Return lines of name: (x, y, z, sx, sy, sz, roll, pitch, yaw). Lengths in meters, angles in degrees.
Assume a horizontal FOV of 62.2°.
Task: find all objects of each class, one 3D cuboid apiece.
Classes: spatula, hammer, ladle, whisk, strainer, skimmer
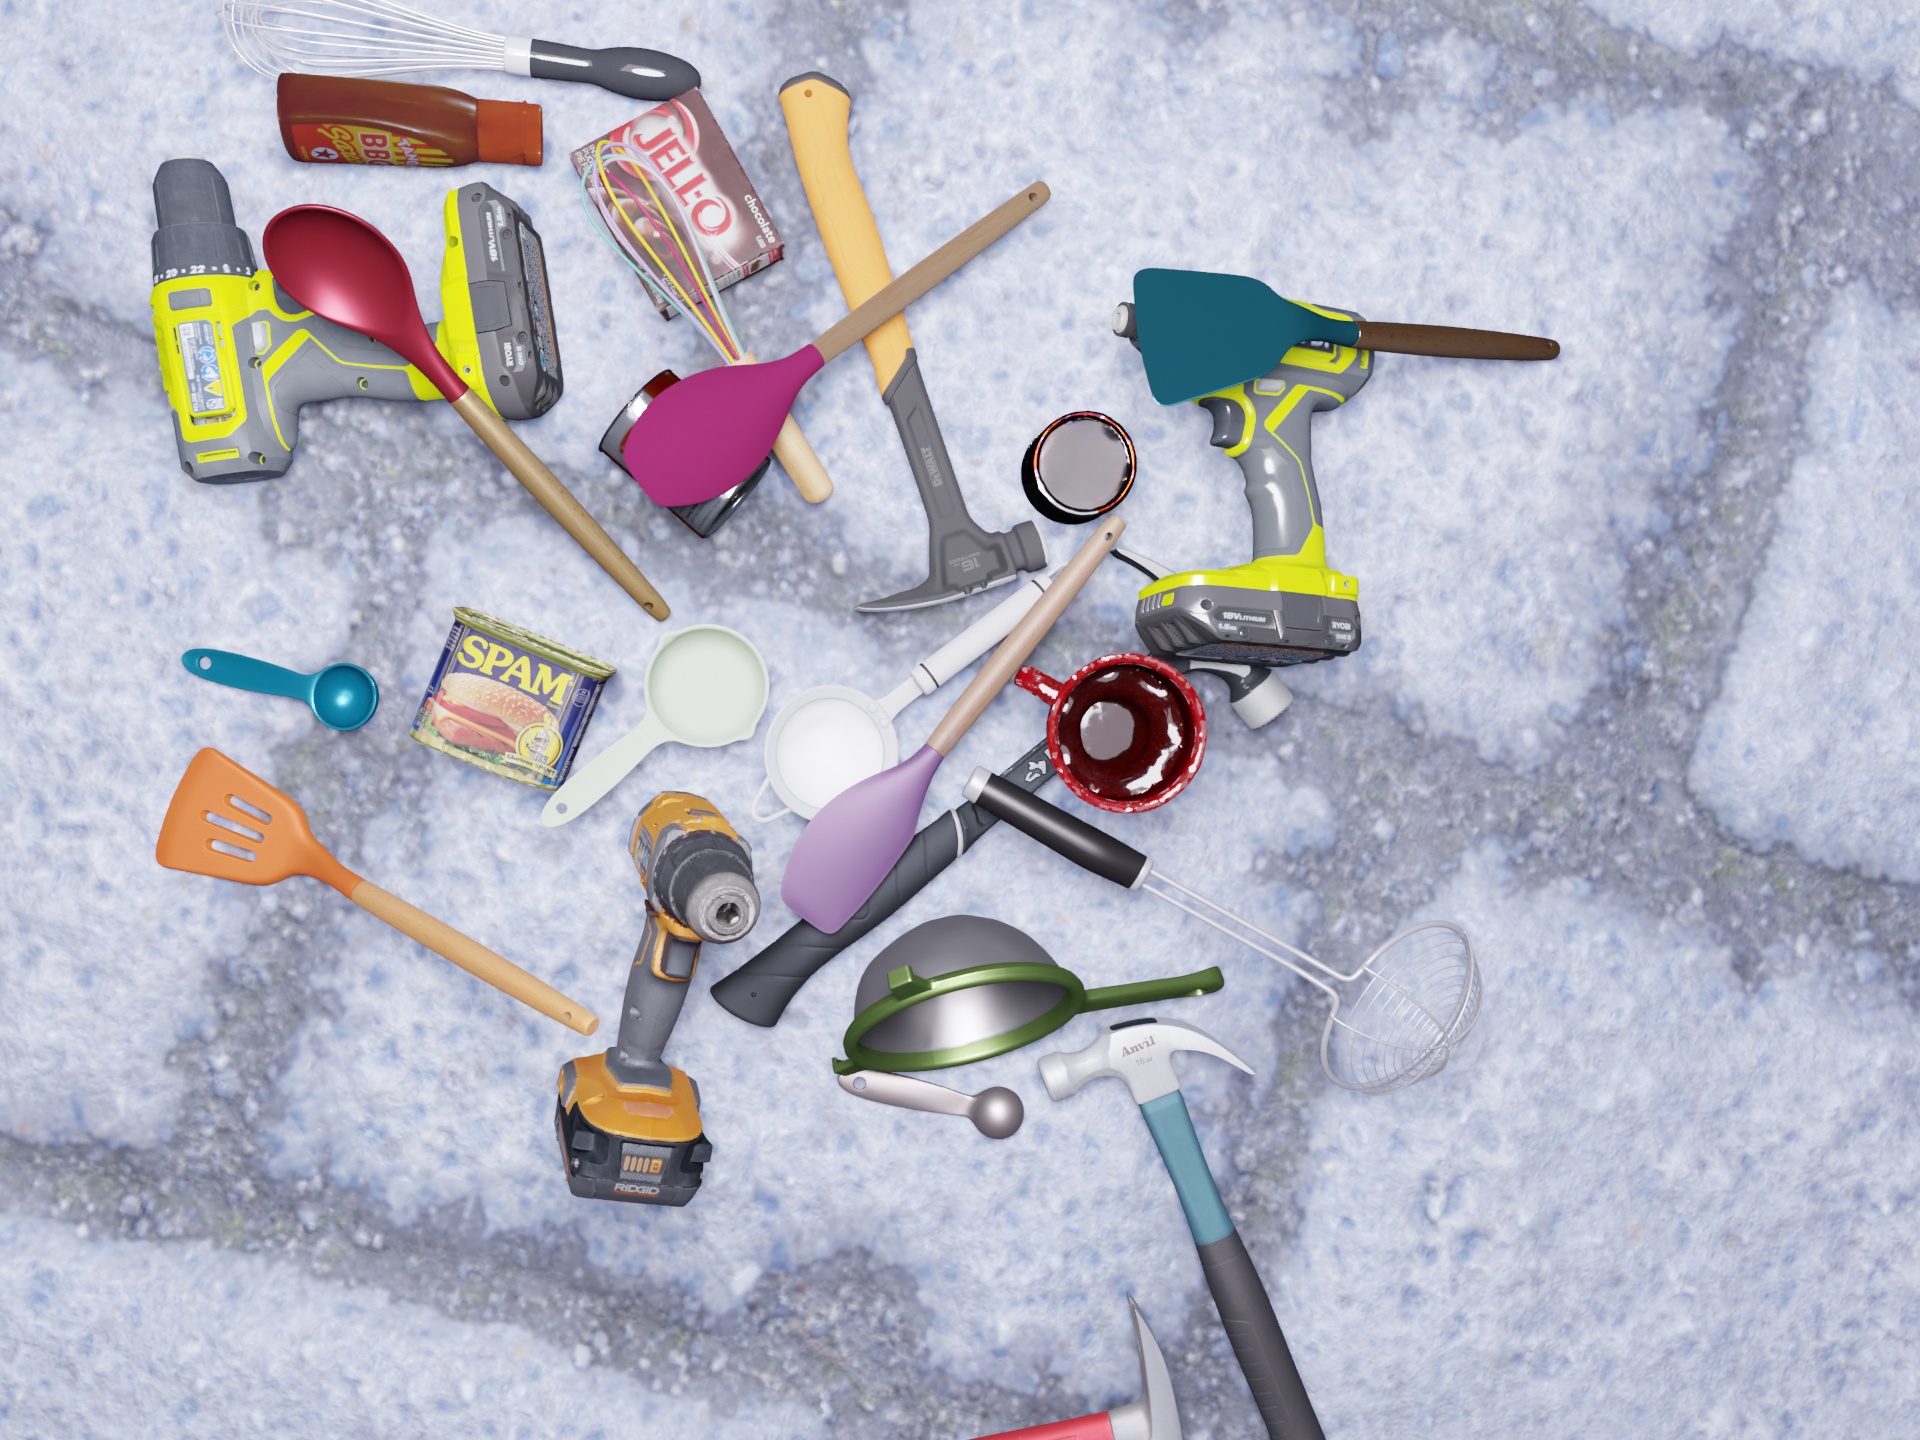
spatula: (-0.002, -0.003, 0.984, 0.059, 0.018, 0.316, 40, 89, -13)
hammer: (-0.054, -0.236, 0.997, 0.127, 0.034, 0.337, -18, 93, -4)
hammer: (0.169, 0.347, 1.034, 0.128, 0.033, 0.331, -22, 94, -2)
ladle: (-0.272, -0.169, 0.924, 0.069, 0.031, 0.315, -25, 124, 22)
spatula: (0.247, -0.230, 0.965, 0.317, 0.044, 0.082, -4, 81, -31)
spatula: (-0.349, 0.113, 0.952, 0.323, 0.041, 0.081, 24, 90, 22)
hammer: (0.010, 0.055, 1.012, 0.409, 0.036, 0.149, -38, 93, -1)
whisk: (-0.148, -0.233, 0.954, 0.051, 0.047, 0.244, -34, 114, -4)
strainer: (0.045, 0.155, 0.997, 0.256, 0.151, 0.069, -4, 59, -22)
skimmer: (0.165, 0.120, 1.005, 0.363, 0.090, 0.127, 29, 100, -1)
strainer: (-0.029, -0.020, 1.004, 0.258, 0.050, 0.086, -37, 103, -8)
hammer: (-0.051, 0.477, 1.021, 0.386, 0.038, 0.143, -10, 92, -3)
whisk: (-0.301, -0.409, 0.967, 0.284, 0.070, 0.070, 5, 92, -9)

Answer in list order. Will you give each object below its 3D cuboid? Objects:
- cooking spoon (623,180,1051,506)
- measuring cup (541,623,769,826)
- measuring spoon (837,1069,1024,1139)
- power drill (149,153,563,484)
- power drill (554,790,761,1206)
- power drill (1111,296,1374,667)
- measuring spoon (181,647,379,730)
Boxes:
cooking spoon: (-0.067, -0.236, 0.959, 0.319, 0.017, 0.068, -39, 102, -14)
measuring cup: (-0.192, 0.008, 0.988, 0.167, 0.038, 0.083, -41, 95, -6)
measuring spoon: (-0.019, 0.245, 1.024, 0.124, 0.018, 0.034, 13, 91, -4)
power drill: (-0.369, -0.251, 0.955, 0.228, 0.080, 0.190, -8, 94, -1)
power drill: (-0.171, 0.165, 0.930, 0.084, 0.185, 0.226, 13, 94, -21)
power drill: (0.169, -0.150, 0.965, 0.171, 0.080, 0.223, 4, 82, -24)
measuring spoon: (-0.421, -0.025, 0.992, 0.128, 0.021, 0.042, 13, 91, 5)
